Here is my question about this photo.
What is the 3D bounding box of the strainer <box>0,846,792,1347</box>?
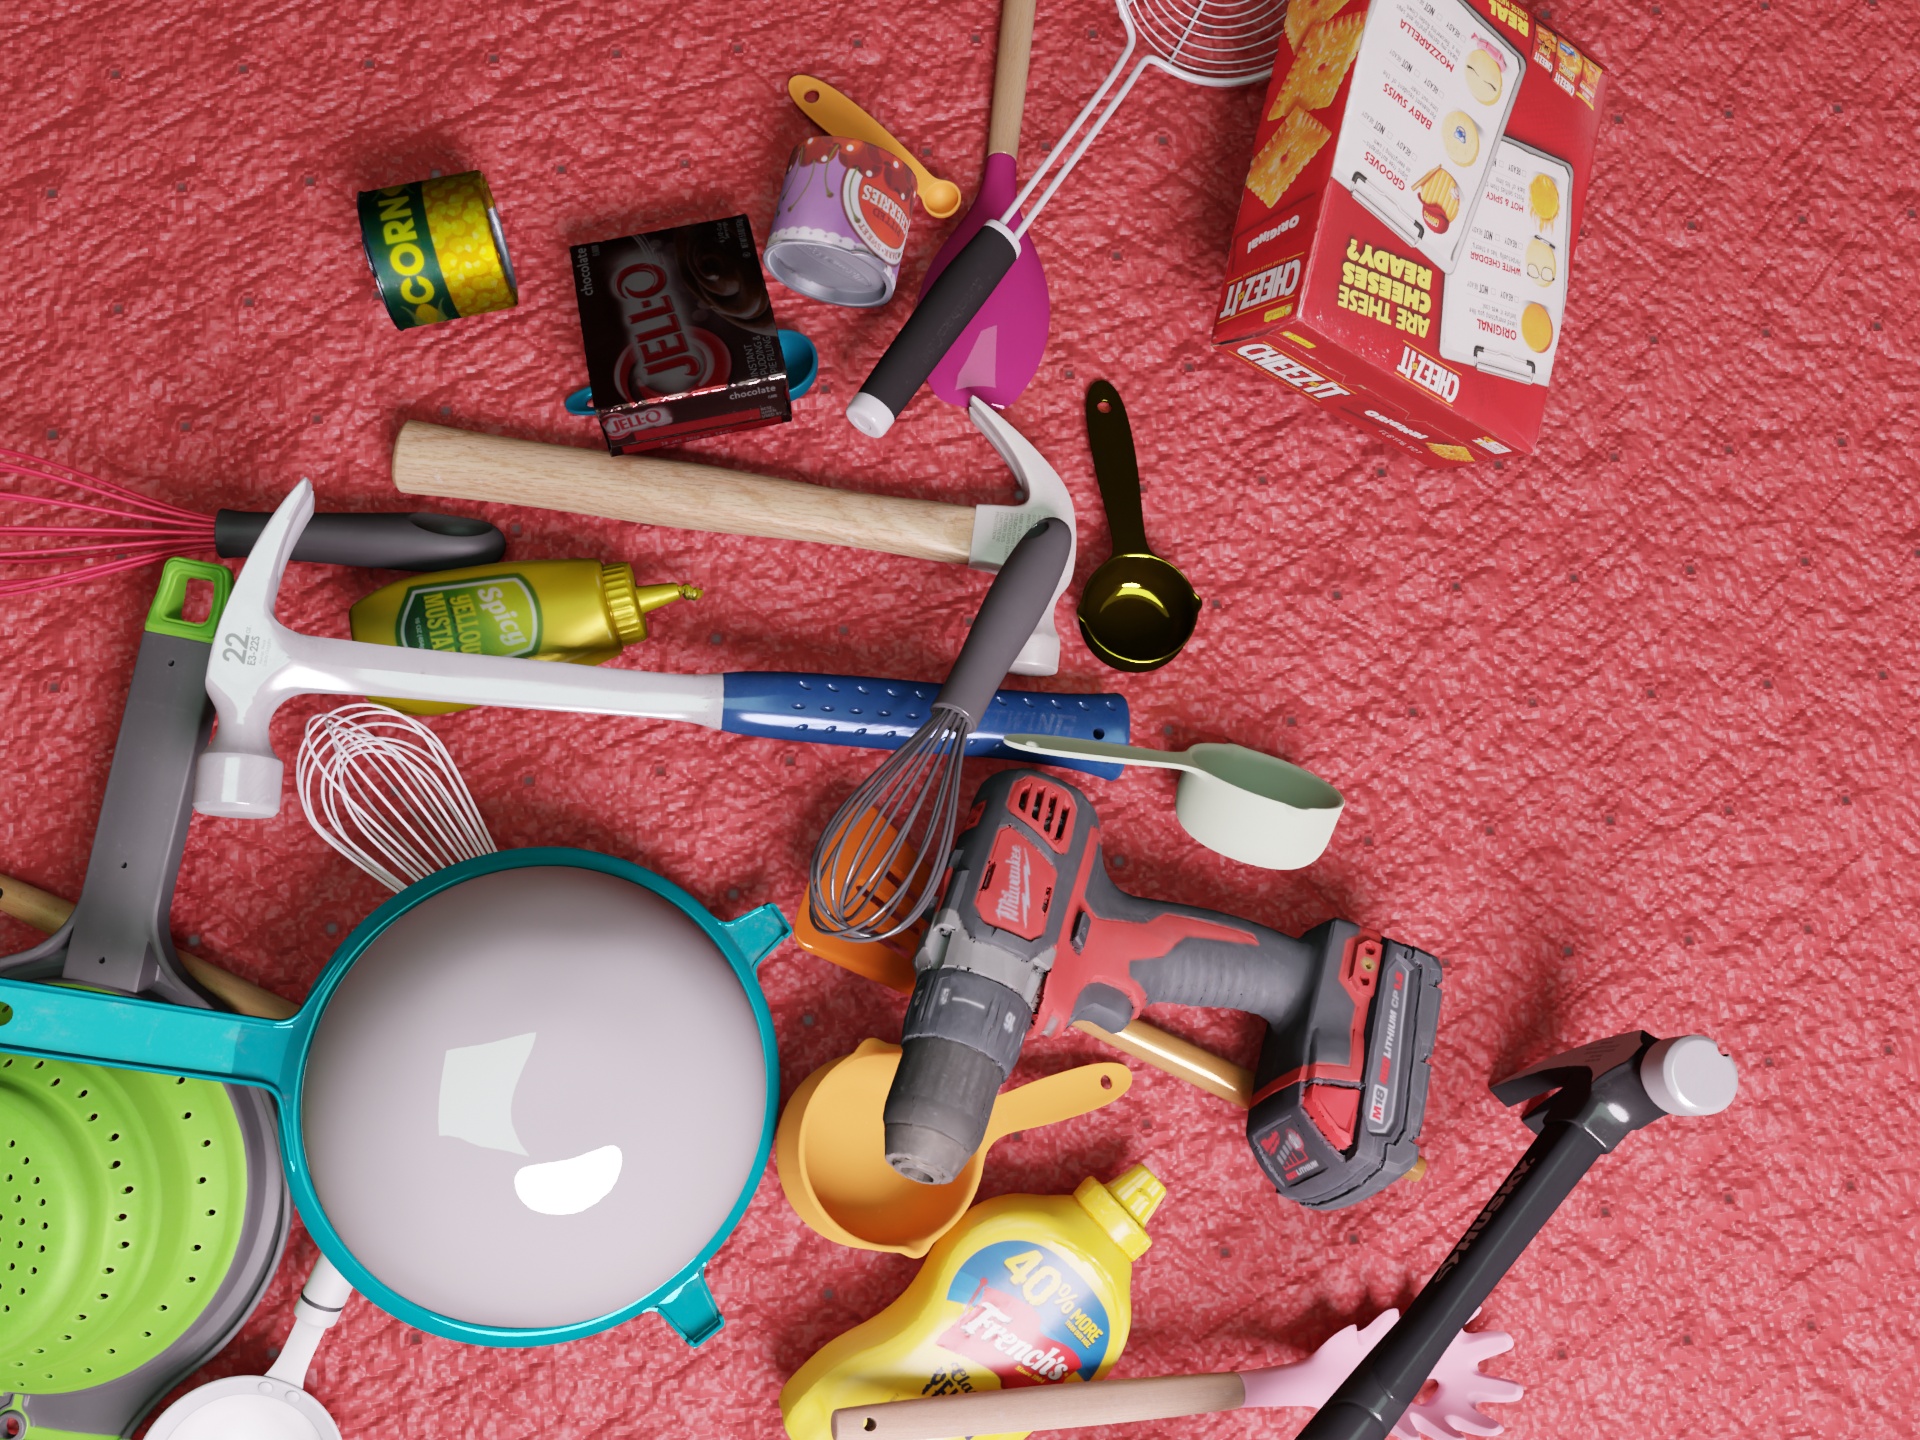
[{"bbox_3d":[-0.225,0.140,0.631,0.340,0.095,0.211,14,76,-20],"label":"strainer"}]

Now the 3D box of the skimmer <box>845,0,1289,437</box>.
[{"bbox_3d":[0.067,-0.284,0.772,0.127,0.090,0.363,41,74,-25],"label":"skimmer"}]

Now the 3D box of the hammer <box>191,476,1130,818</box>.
[{"bbox_3d":[-0.118,-0.016,0.718,0.405,0.035,0.144,5,80,-15],"label":"hammer"}]

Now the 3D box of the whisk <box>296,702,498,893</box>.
[{"bbox_3d":[-0.201,0.106,0.728,0.070,0.070,0.284,-40,91,-9],"label":"whisk"}]

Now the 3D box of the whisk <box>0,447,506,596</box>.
[{"bbox_3d":[-0.365,-0.089,0.742,0.295,0.073,0.073,1,81,-9],"label":"whisk"}]

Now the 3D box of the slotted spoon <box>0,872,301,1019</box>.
[{"bbox_3d":[-0.309,0.140,0.726,0.314,0.031,0.070,25,83,1],"label":"slotted spoon"}]

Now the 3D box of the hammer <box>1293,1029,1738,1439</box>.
[{"bbox_3d":[0.186,0.262,0.665,0.035,0.146,0.335,44,74,6],"label":"hammer"}]

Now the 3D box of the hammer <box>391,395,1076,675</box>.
[{"bbox_3d":[-0.107,-0.108,0.776,0.331,0.031,0.130,8,81,-3],"label":"hammer"}]

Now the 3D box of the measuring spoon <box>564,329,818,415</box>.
[{"bbox_3d":[-0.132,-0.164,0.793,0.128,0.021,0.042,-10,61,3],"label":"measuring spoon"}]

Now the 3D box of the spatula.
[{"bbox_3d":[0.076,0.142,0.745,0.322,0.041,0.081,25,57,-2],"label":"spatula"}]

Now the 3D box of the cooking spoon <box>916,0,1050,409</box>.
[{"bbox_3d":[0.024,-0.314,0.823,0.068,0.017,0.319,7,81,-2],"label":"cooking spoon"}]

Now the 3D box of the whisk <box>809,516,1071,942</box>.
[{"bbox_3d":[-0.001,-0.003,0.702,0.055,0.055,0.239,28,61,0],"label":"whisk"}]

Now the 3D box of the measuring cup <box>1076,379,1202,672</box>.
[{"bbox_3d":[0.080,-0.097,0.796,0.062,0.029,0.157,-5,70,-5],"label":"measuring cup"}]

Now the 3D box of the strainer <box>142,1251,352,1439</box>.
[{"bbox_3d":[-0.280,0.262,0.691,0.087,0.050,0.258,25,85,-9],"label":"strainer"}]

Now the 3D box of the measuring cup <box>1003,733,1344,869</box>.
[{"bbox_3d":[0.095,0.035,0.736,0.167,0.083,0.038,9,108,-15],"label":"measuring cup"}]

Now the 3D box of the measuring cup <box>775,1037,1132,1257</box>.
[{"bbox_3d":[-0.003,0.186,0.735,0.173,0.052,0.095,-9,78,-29],"label":"measuring cup"}]

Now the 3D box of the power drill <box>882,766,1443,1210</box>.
[{"bbox_3d":[0.083,0.139,0.694,0.226,0.080,0.188,23,58,-5],"label":"power drill"}]

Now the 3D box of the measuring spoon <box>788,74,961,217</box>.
[{"bbox_3d":[-0.045,-0.294,0.816,0.117,0.011,0.021,41,85,12],"label":"measuring spoon"}]

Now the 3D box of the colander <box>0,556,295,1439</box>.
[{"bbox_3d":[-0.381,0.120,0.669,0.204,0.094,0.397,11,86,2],"label":"colander"}]

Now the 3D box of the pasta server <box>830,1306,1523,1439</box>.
[{"bbox_3d":[0.100,0.293,0.691,0.316,0.040,0.060,3,66,-19],"label":"pasta server"}]
